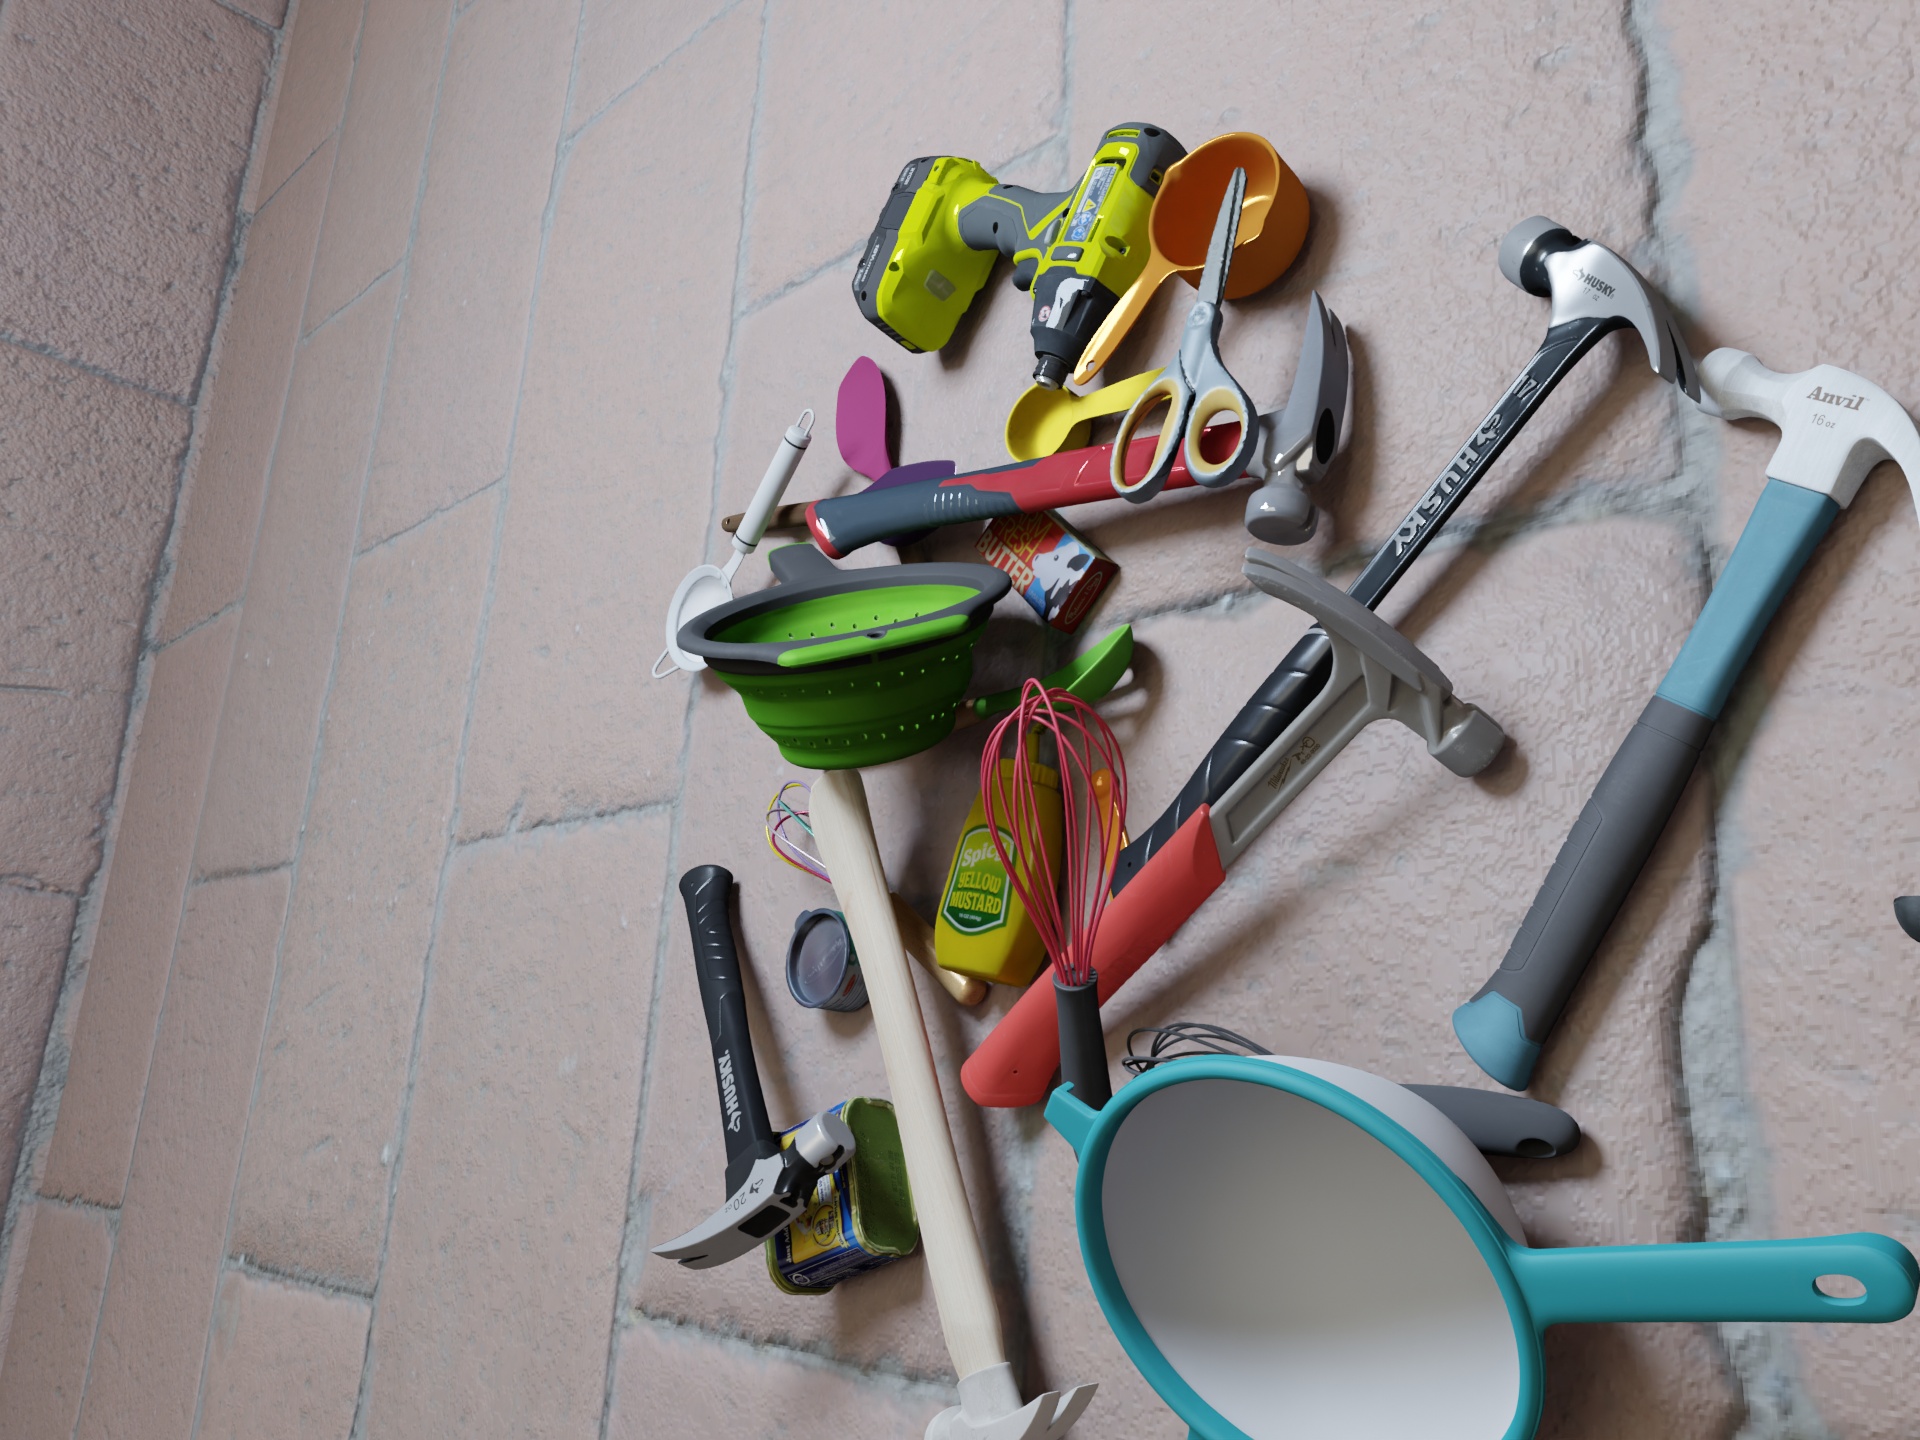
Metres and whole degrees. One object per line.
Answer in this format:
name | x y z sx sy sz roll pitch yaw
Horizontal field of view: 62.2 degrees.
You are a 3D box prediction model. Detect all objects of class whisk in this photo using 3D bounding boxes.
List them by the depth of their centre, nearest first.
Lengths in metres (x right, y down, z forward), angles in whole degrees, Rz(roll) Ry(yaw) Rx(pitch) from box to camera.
whisk | 0.174 0.177 0.753 0.239 0.055 0.055 -2 74 43
whisk | 0.056 0.113 0.800 0.073 0.073 0.295 27 133 49
whisk | -0.061 0.114 1.043 0.047 0.051 0.245 -38 45 -14

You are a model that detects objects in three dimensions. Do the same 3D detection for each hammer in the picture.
hammer | 0.302 0.007 0.682 0.128 0.033 0.331 36 103 50
hammer | 0.201 -0.052 0.802 0.409 0.036 0.149 -55 30 22
hammer | 0.101 0.082 0.825 0.359 0.149 0.037 -51 5 30
hammer | -0.023 0.204 0.910 0.146 0.038 0.411 -54 44 48
hammer | 0.053 -0.158 0.973 0.386 0.038 0.143 -3 65 41
hammer | -0.158 0.209 1.062 0.146 0.035 0.335 -44 33 13

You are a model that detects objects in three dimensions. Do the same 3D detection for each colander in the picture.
colander | -0.082 -0.048 1.047 0.397 0.204 0.094 -134 33 -71

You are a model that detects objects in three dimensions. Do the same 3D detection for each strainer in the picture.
strainer | 0.206 0.209 0.647 0.340 0.095 0.211 -19 95 41
strainer | -0.167 -0.130 1.228 0.258 0.050 0.087 -58 48 28

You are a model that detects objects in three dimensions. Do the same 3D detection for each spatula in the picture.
spatula | -0.100 -0.154 1.184 0.316 0.018 0.060 4 83 54

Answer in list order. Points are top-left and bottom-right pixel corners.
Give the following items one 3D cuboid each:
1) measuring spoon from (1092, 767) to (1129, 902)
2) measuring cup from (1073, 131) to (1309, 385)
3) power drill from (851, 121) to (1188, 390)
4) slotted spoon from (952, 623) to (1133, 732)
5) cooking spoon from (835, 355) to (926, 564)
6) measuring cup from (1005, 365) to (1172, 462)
measuring spoon | 0.088 0.080 0.909 0.021 0.011 0.117 -31 55 37
measuring cup | 0.135 -0.261 0.944 0.173 0.052 0.095 -51 47 16
power drill | 0.034 -0.305 1.059 0.223 0.080 0.171 19 83 47
slotted spoon | -0.002 -0.003 1.025 0.314 0.031 0.070 -18 23 48
cooking spoon | -0.045 -0.146 1.138 0.068 0.017 0.319 -49 44 36
measuring cup | 0.097 -0.194 0.997 0.156 0.029 0.062 -10 70 38
